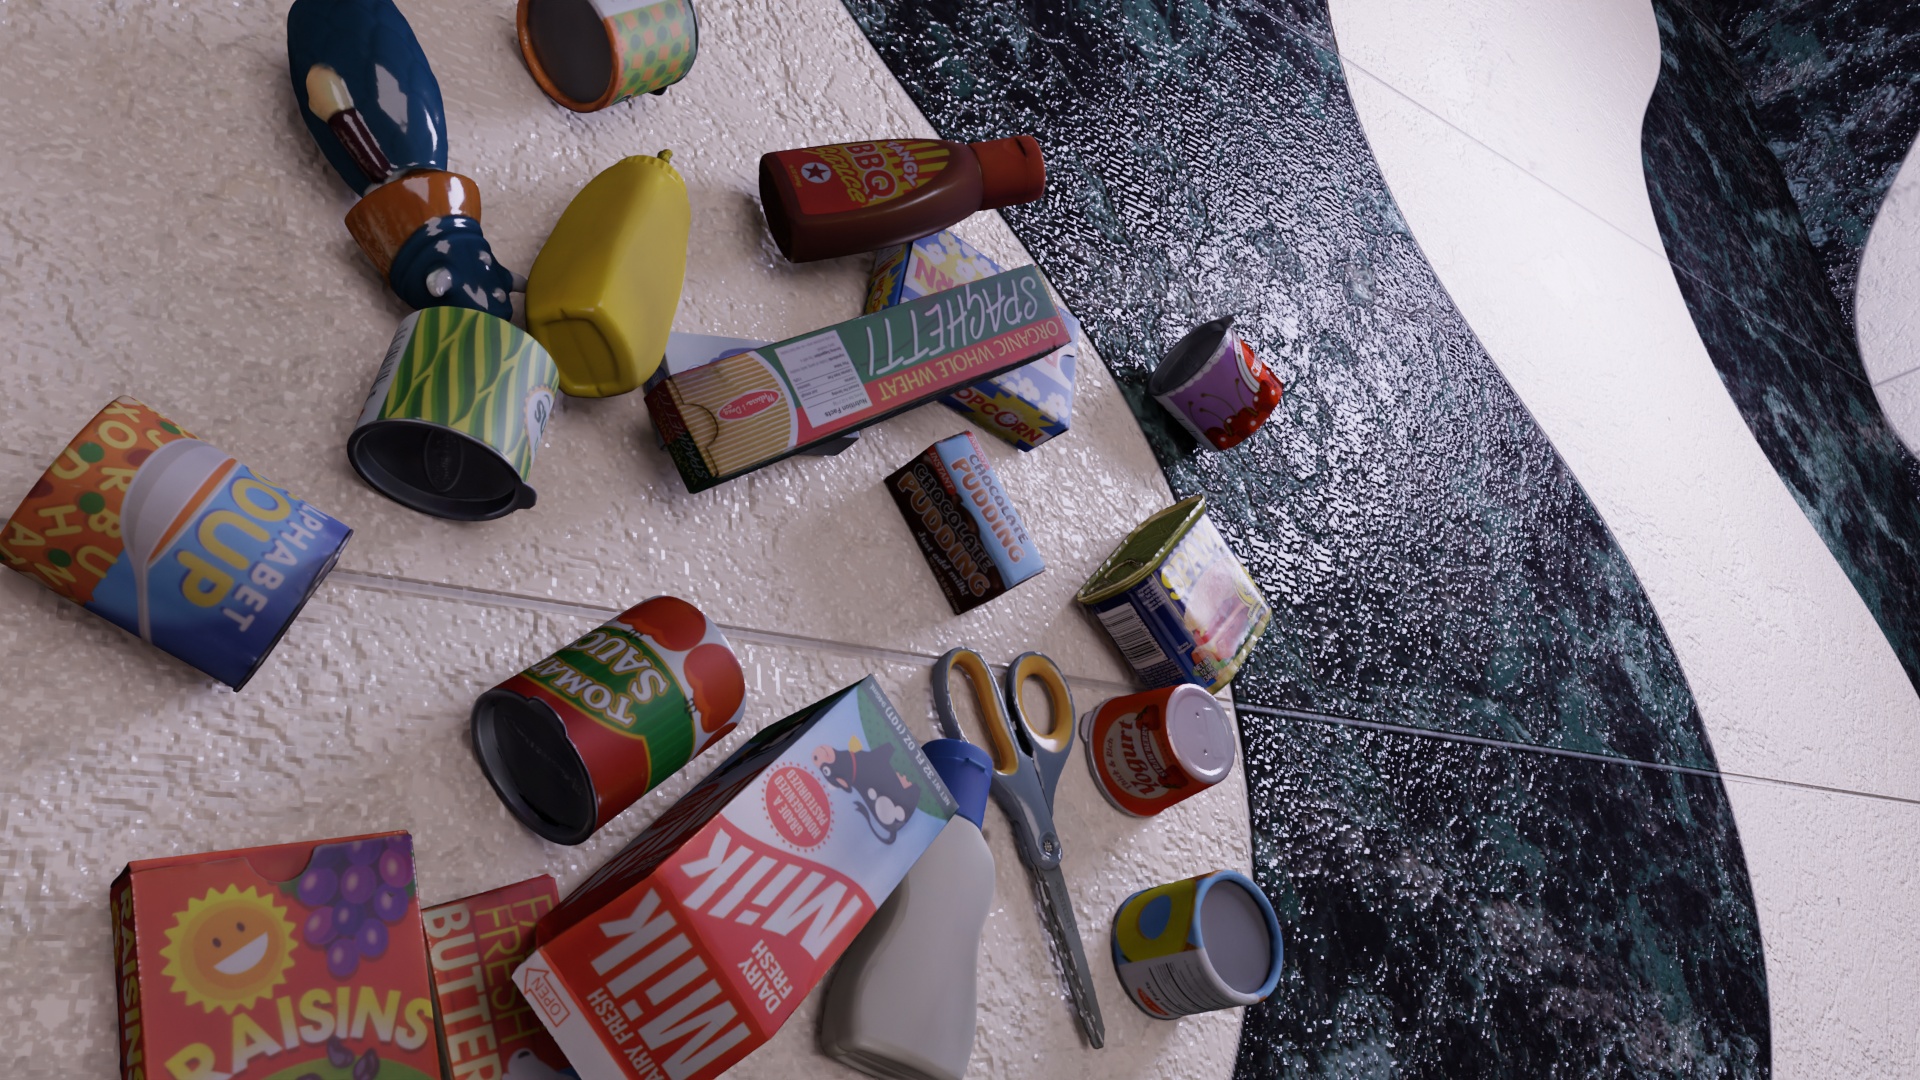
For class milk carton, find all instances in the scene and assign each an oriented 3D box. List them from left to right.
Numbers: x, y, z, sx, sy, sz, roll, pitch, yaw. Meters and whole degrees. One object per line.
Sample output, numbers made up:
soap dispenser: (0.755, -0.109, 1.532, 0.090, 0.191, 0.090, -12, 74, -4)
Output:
milk carton: (-0.084, 0.132, 0.523, 0.072, 0.073, 0.191, 57, 34, -6)

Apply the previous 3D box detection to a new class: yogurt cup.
yogurt cup: (0.110, 0.110, 0.745, 0.072, 0.053, 0.073, 21, 56, -34)

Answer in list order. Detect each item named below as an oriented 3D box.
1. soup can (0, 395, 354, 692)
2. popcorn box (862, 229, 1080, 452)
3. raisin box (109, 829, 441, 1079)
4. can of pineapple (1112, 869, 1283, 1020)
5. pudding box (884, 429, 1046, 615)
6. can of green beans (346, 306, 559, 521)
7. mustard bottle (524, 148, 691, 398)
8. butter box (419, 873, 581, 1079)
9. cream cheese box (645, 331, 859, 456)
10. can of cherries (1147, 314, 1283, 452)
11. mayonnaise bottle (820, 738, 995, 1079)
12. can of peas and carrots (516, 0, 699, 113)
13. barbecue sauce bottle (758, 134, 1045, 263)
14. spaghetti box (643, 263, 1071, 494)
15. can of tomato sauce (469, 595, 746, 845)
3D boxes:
soup can: (-0.257, 0.000, 0.461, 0.083, 0.071, 0.072, 37, 48, -22)
popcorn box: (0.007, -0.117, 0.785, 0.126, 0.038, 0.085, 29, 50, -28)
raisin box: (-0.214, 0.160, 0.438, 0.086, 0.040, 0.123, 1, 67, -41)
can of pineapple: (0.121, 0.203, 0.703, 0.071, 0.057, 0.071, 21, 56, -33)
pudding box: (0.003, -0.009, 0.715, 0.030, 0.049, 0.083, -26, 87, -45)
can of green beans: (-0.197, -0.049, 0.545, 0.071, 0.071, 0.058, 28, 52, -29)
mustard bottle: (-0.153, -0.133, 0.635, 0.161, 0.049, 0.065, -85, 167, -46)
butter box: (-0.160, 0.175, 0.489, 0.053, 0.024, 0.103, -4, 71, -44)
cream cheese box: (-0.101, -0.070, 0.673, 0.104, 0.024, 0.053, -2, 69, -42)
can of cherries: (0.167, -0.101, 0.896, 0.058, 0.071, 0.072, 42, 46, -18)
mayonnaise bottle: (-0.015, 0.161, 0.616, 0.064, 0.041, 0.149, 32, 49, -23)
can of peas and carrots: (-0.171, -0.245, 0.675, 0.071, 0.070, 0.059, 54, 45, -6)
barbecue sauce bottle: (-0.029, -0.188, 0.742, 0.149, 0.043, 0.065, -14, 58, -18)
spaghetti box: (-0.039, -0.086, 0.685, 0.251, 0.028, 0.050, -26, 91, -42)
can of tomato sauce: (-0.134, 0.066, 0.538, 0.083, 0.071, 0.071, -35, 94, -47)
